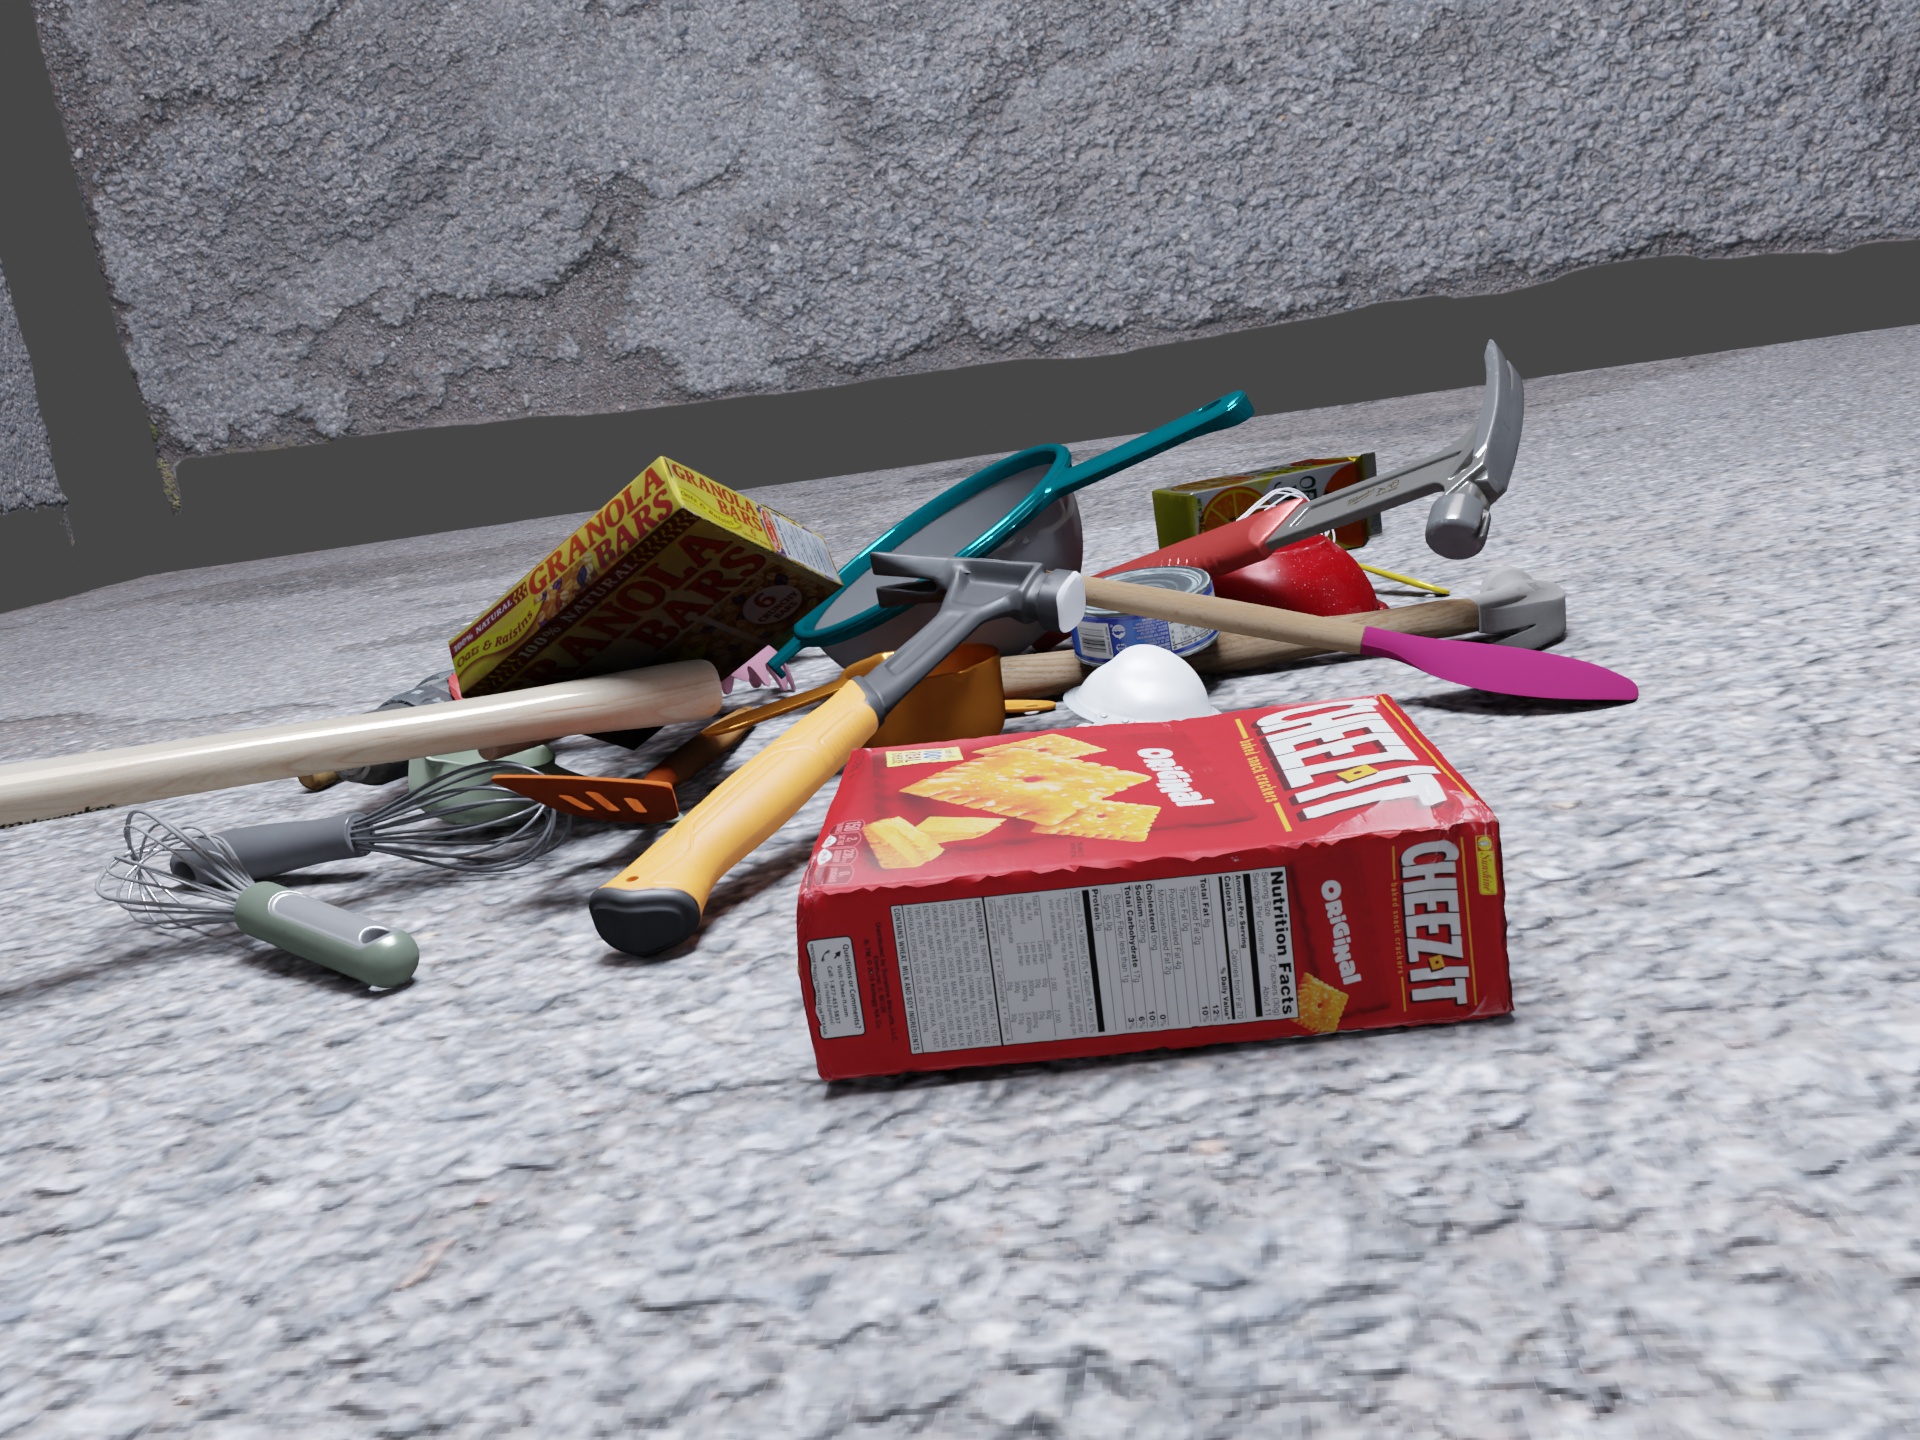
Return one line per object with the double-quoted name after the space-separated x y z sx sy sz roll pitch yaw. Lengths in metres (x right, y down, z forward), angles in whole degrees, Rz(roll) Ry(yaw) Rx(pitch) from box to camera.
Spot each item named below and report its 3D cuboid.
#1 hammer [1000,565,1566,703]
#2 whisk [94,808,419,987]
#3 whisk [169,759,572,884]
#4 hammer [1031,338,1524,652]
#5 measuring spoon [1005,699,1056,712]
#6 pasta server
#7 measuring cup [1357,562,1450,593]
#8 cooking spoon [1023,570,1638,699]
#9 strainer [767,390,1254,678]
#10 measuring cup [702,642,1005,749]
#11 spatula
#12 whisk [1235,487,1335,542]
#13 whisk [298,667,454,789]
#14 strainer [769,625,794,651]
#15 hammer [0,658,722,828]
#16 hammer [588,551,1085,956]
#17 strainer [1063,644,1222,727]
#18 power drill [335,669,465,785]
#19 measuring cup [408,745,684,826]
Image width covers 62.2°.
0.186 -0.045 0.937 0.331 0.031 0.130 -8 13 6 "hammer"
-0.317 0.082 0.711 0.246 0.059 0.058 9 24 39 "whisk"
-0.303 0.060 0.803 0.239 0.055 0.055 -9 13 19 "whisk"
0.172 -0.114 0.981 0.359 0.036 0.149 -18 39 45 "hammer"
-0.001 -0.003 0.936 0.117 0.011 0.021 -3 14 8 "measuring spoon"
-0.189 -0.010 0.967 0.060 0.040 0.316 -4 10 21 "pasta server"
0.272 -0.098 1.121 0.062 0.029 0.157 4 14 -45 "measuring cup"
0.184 -0.047 0.828 0.319 0.017 0.069 11 20 18 "cooking spoon"
0.050 -0.100 0.988 0.340 0.095 0.211 -20 22 37 "strainer"
-0.054 0.004 0.852 0.173 0.052 0.095 -19 17 -28 "measuring cup"
-0.150 0.017 0.845 0.081 0.041 0.322 2 10 6 "spatula"
0.184 -0.115 1.185 0.284 0.070 0.070 -25 20 -34 "whisk"
-0.376 -0.002 1.118 0.047 0.051 0.245 -26 10 26 "whisk"
-0.133 -0.103 1.192 0.256 0.069 0.151 6 -23 1 "strainer"
-0.304 0.014 0.722 0.410 0.038 0.146 -10 0 -27 "hammer"
-0.064 0.001 0.753 0.127 0.034 0.337 8 32 27 "hammer"
0.067 0.007 0.789 0.087 0.050 0.258 14 26 24 "strainer"
-0.254 -0.037 0.954 0.226 0.080 0.188 -31 1 22 "power drill"
-0.219 0.044 0.843 0.168 0.038 0.083 16 12 21 "measuring cup"
